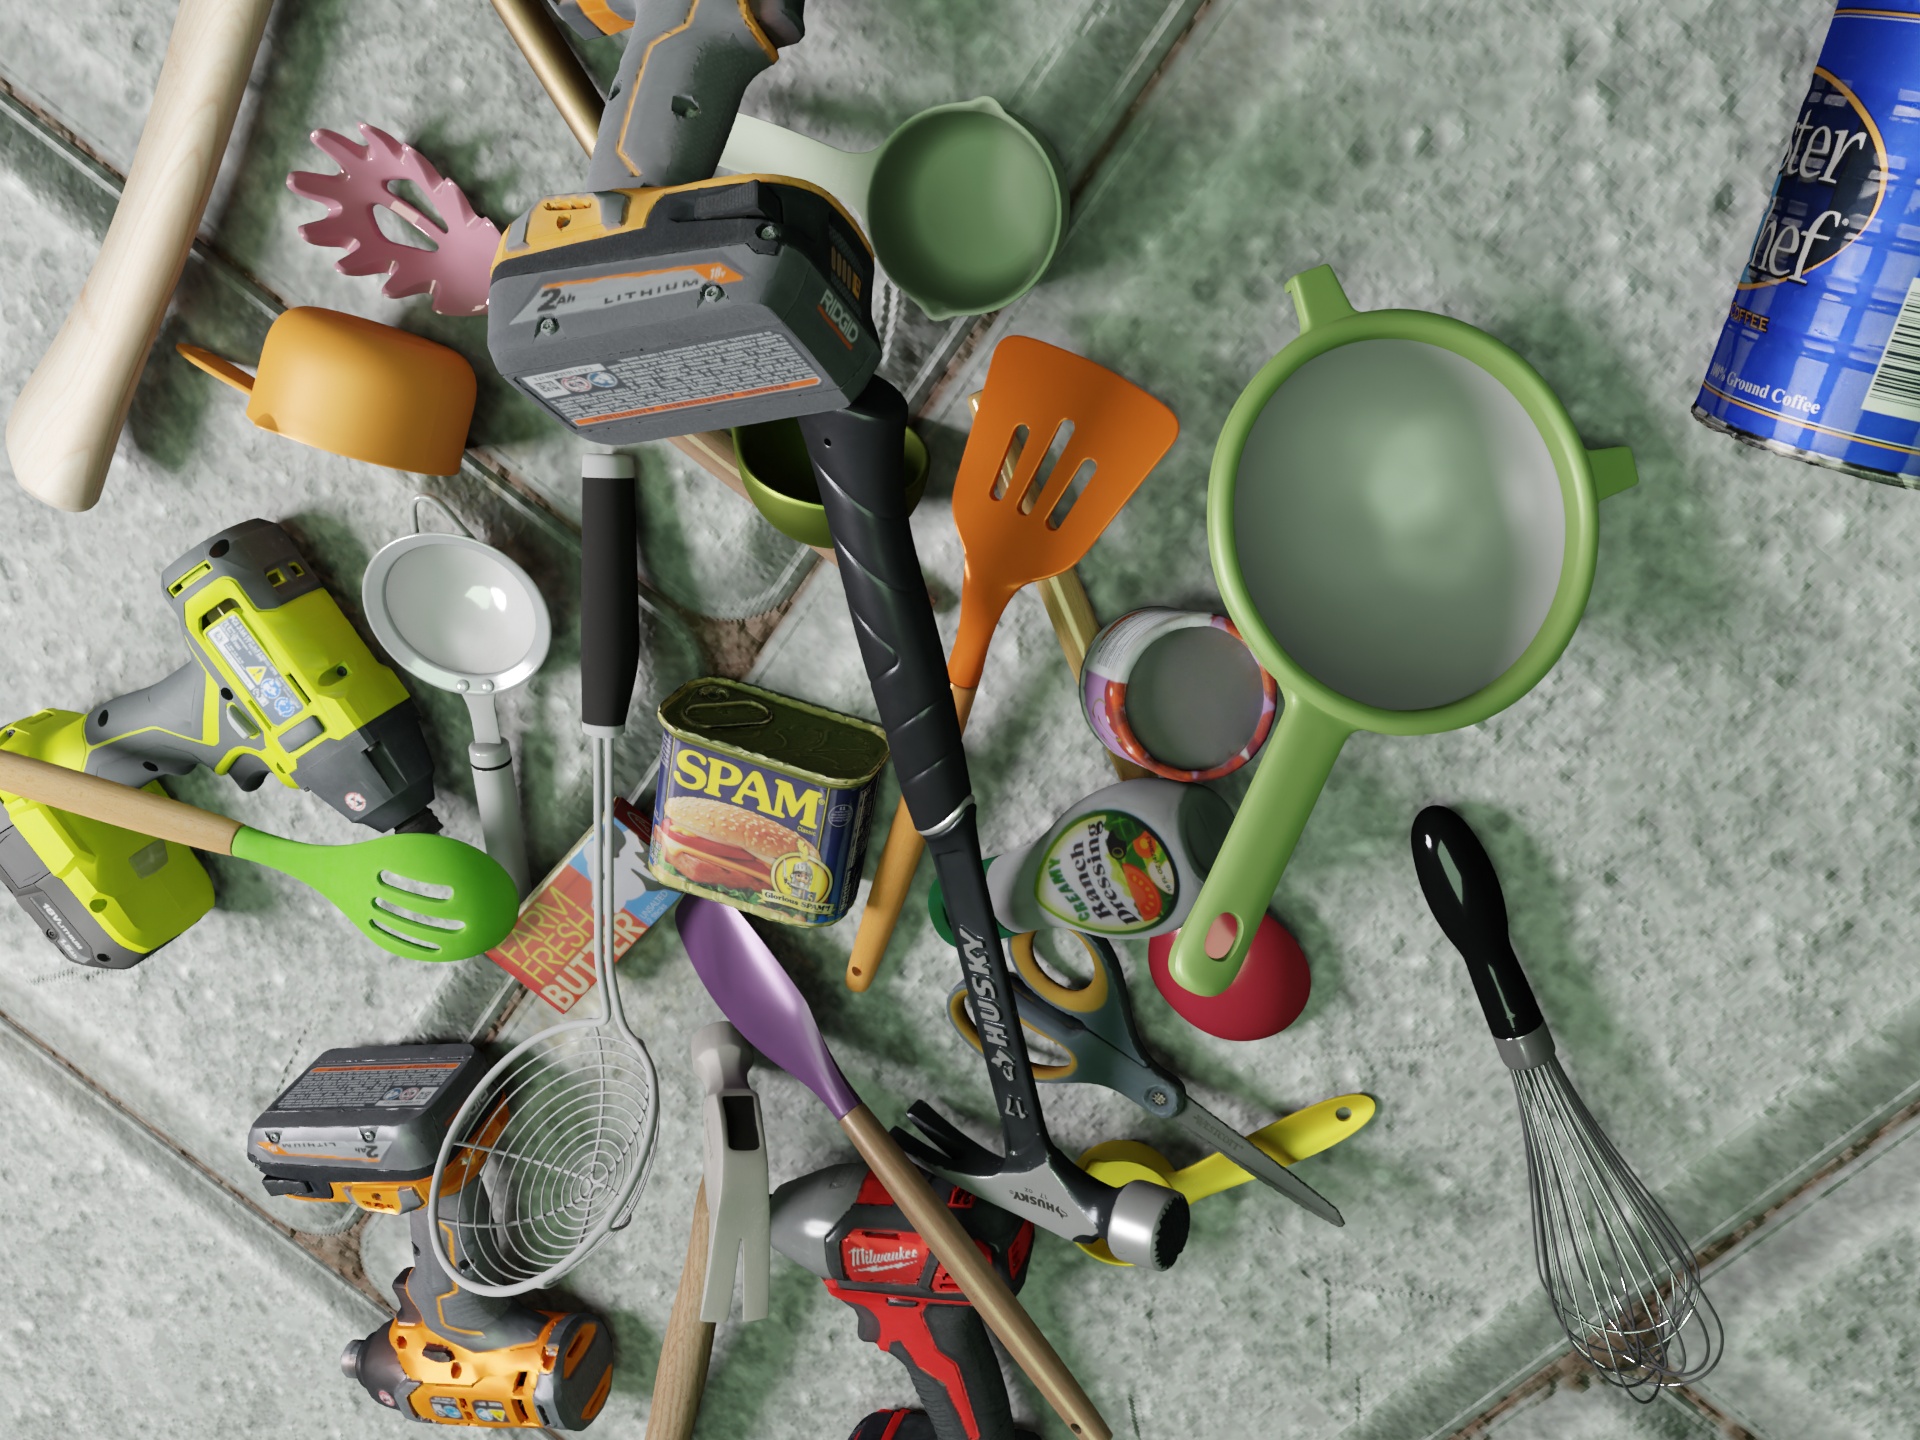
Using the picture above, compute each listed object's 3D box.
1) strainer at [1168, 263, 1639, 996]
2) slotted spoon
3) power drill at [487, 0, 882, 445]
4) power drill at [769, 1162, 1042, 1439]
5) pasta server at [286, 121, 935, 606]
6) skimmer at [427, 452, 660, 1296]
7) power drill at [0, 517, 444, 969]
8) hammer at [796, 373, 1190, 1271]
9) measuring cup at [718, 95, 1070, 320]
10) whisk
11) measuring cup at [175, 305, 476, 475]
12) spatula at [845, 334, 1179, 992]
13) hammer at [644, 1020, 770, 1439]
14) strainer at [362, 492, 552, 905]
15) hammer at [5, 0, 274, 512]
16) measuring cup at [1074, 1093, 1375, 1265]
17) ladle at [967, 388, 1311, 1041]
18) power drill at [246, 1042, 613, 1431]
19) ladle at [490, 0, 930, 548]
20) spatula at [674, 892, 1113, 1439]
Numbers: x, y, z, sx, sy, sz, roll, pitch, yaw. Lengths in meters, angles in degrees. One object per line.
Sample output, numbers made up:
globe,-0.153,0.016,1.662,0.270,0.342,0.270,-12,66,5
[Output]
strainer,0.129,-0.022,0.582,0.151,0.069,0.256,27,84,-11
slotted spoon,-0.361,0.050,0.740,0.313,0.031,0.070,17,113,0
power drill,-0.067,-0.220,0.544,0.185,0.084,0.226,-5,71,20
power drill,-0.029,0.325,0.807,0.143,0.078,0.219,0,108,16
pasta server,-0.141,-0.140,0.671,0.316,0.040,0.060,37,106,-2
skimmer,-0.181,0.066,0.698,0.127,0.090,0.363,11,102,40
power drill,-0.371,0.027,0.785,0.223,0.080,0.171,-29,101,21
hammer,-0.005,0.053,0.650,0.149,0.036,0.408,7,123,35
measuring cup,-0.037,-0.210,0.613,0.167,0.038,0.083,20,116,10
whisk,0.251,0.163,0.672,0.070,0.070,0.284,-20,100,22
measuring cup,-0.284,-0.158,0.692,0.174,0.095,0.052,27,104,27
spatula,-0.001,-0.002,0.681,0.081,0.041,0.322,30,125,15
hammer,-0.139,0.319,0.829,0.031,0.130,0.331,3,125,-18
strainer,-0.225,0.007,0.754,0.087,0.050,0.258,3,118,6
hammer,-0.307,-0.255,0.655,0.146,0.038,0.410,37,115,7
measuring cup,0.120,0.205,0.746,0.156,0.029,0.062,-27,99,12
ladle,0.071,0.007,0.676,0.069,0.031,0.315,-19,103,23
power drill,-0.298,0.291,0.869,0.164,0.084,0.226,-6,113,19
ladle,-0.118,-0.207,0.628,0.062,0.078,0.320,-26,98,51
spatula,-0.036,0.204,0.741,0.316,0.018,0.059,49,131,14
